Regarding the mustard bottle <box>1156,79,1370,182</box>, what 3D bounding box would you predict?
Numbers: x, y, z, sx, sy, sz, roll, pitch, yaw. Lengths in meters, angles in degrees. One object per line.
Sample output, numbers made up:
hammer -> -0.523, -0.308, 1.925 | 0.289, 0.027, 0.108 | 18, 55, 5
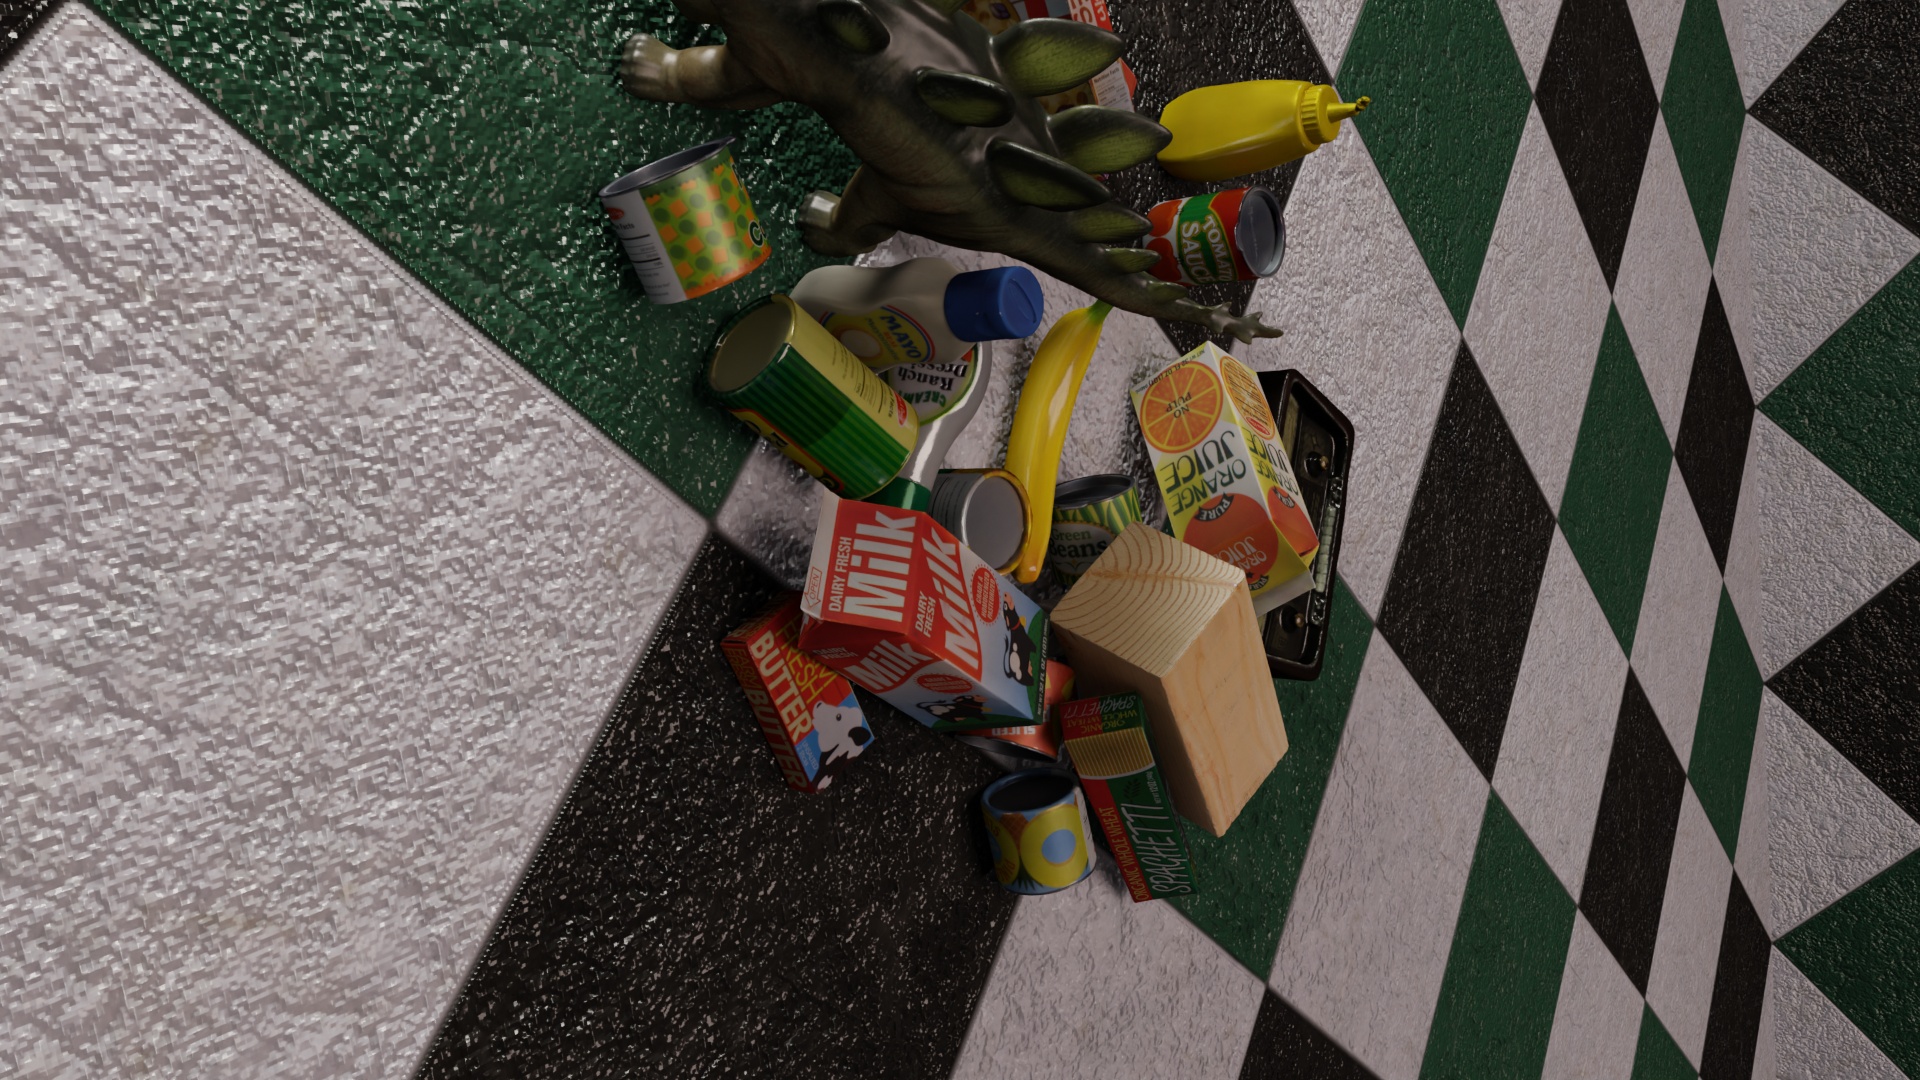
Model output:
mustard bottle -> 0.218, -0.297, 0.994 | 0.049, 0.160, 0.065 | 20, 78, -48

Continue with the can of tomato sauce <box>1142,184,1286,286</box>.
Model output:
can of tomato sauce -> 0.184, -0.219, 1.014 | 0.071, 0.083, 0.071 | -2, 93, -48

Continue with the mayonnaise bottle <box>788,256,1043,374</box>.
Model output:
mayonnaise bottle -> -0.024, -0.120, 0.736 | 0.064, 0.148, 0.041 | 53, 55, -35

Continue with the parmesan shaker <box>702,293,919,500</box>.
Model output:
parmesan shaker -> -0.080, -0.077, 0.740 | 0.103, 0.071, 0.071 | 40, 63, -40

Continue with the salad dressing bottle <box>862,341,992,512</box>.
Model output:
salad dressing bottle -> -0.024, -0.066, 0.804 | 0.044, 0.064, 0.148 | 69, 36, -75

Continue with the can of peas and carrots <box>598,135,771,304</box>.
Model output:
can of peas and carrots -> -0.131, -0.156, 0.676 | 0.071, 0.071, 0.058 | -44, 123, -38

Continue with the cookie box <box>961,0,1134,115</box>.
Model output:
cookie box -> 0.024, -0.299, 0.804 | 0.040, 0.123, 0.166 | -40, 119, -41

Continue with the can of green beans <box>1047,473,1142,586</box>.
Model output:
can of green beans -> 0.089, -0.007, 0.927 | 0.071, 0.071, 0.057 | -28, 112, -44

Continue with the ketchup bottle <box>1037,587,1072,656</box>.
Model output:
ketchup bottle -> 0.106, 0.042, 0.954 | 0.149, 0.064, 0.043 | -17, 63, -43

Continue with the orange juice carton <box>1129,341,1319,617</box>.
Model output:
orange juice carton -> 0.189, -0.036, 0.974 | 0.073, 0.071, 0.193 | 21, 47, -46

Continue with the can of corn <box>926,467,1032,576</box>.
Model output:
can of corn -> 0.003, -0.010, 0.836 | 0.071, 0.058, 0.071 | -2, 93, -48

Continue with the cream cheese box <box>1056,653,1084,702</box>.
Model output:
cream cheese box -> 0.110, 0.094, 0.983 | 0.104, 0.024, 0.053 | -19, 107, -46

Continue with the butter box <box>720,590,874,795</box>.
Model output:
butter box -> -0.088, 0.083, 0.762 | 0.053, 0.024, 0.103 | -43, 122, -39

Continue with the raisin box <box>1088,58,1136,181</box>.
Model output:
raisin box -> 0.061, -0.303, 0.908 | 0.123, 0.040, 0.086 | 34, 66, -44

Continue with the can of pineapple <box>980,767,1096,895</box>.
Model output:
can of pineapple -> 0.048, 0.185, 0.887 | 0.071, 0.071, 0.057 | -26, 110, -45

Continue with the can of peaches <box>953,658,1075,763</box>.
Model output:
can of peaches -> 0.035, 0.102, 0.866 | 0.071, 0.071, 0.058 | 29, 69, -45

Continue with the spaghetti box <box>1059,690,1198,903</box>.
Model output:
spaghetti box -> 0.116, 0.176, 0.918 | 0.249, 0.050, 0.029 | 66, 17, -49

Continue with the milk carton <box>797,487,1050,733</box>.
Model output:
milk carton -> -0.026, 0.043, 0.768 | 0.190, 0.073, 0.072 | 41, 49, -49
